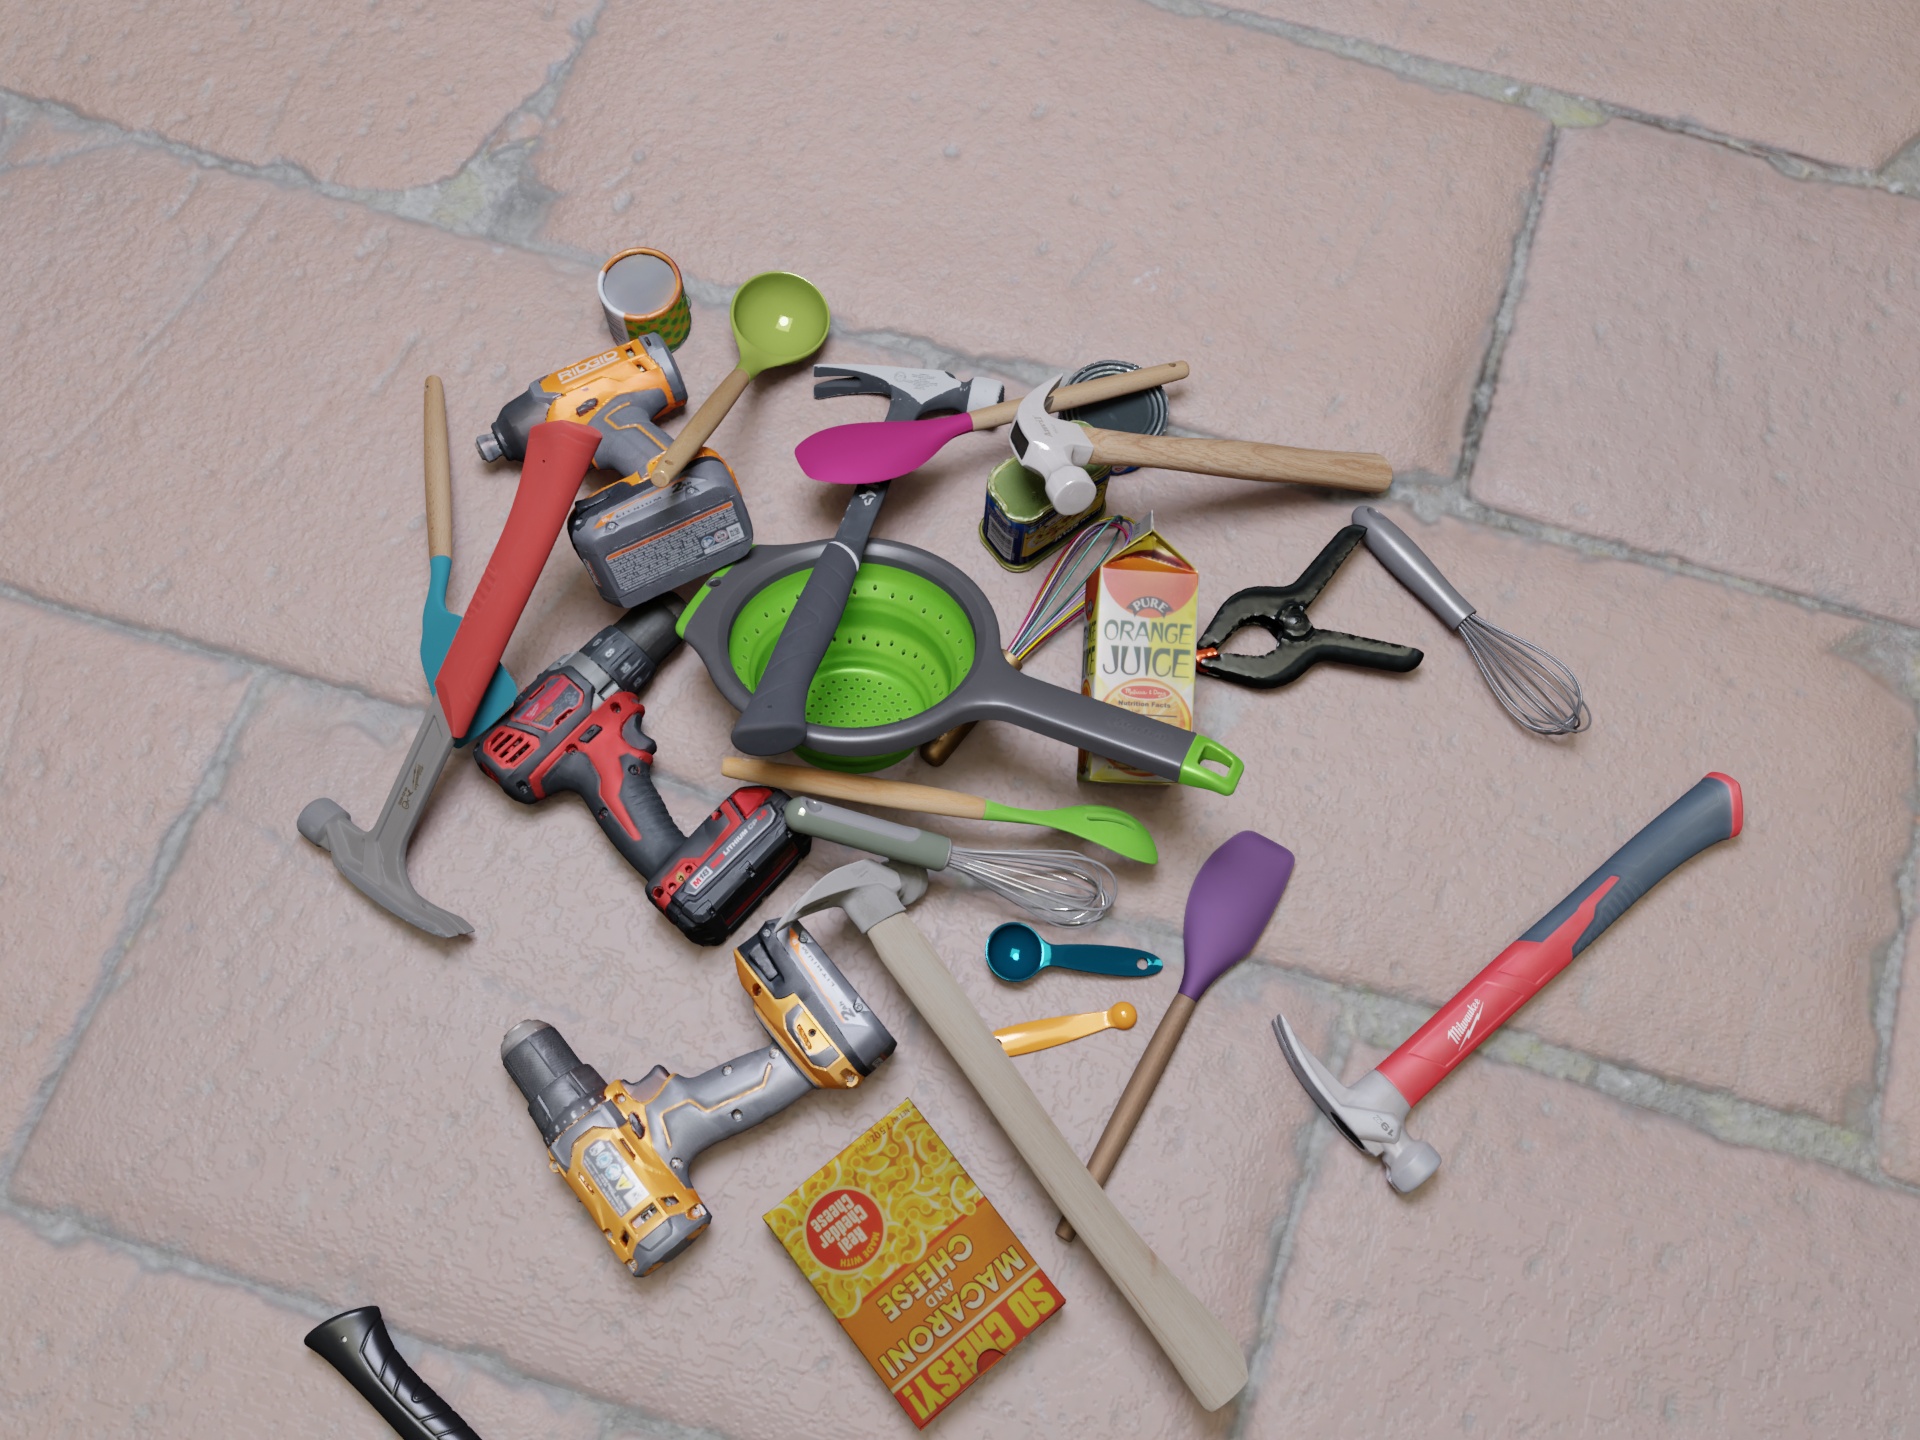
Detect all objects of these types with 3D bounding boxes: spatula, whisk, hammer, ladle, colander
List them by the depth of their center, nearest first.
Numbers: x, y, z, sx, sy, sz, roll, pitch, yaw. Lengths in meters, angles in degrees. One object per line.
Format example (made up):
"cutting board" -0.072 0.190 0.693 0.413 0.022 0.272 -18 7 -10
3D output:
"hammer" -0.286 0.494 0.990 0.335 0.035 0.146 40 74 11
"hammer" 0.038 0.262 1.024 0.038 0.146 0.411 -45 74 26
"hammer" -0.324 -0.034 1.076 0.149 0.036 0.359 32 102 15
"whisk" -0.004 0.094 1.091 0.246 0.059 0.058 17 28 -17
"colander" -0.002 -0.004 1.101 0.397 0.094 0.205 20 49 15
"spatula" 0.143 0.214 1.104 0.060 0.018 0.316 27 72 10
"hammer" 0.400 0.152 1.123 0.386 0.038 0.143 -38 75 -13
"hammer" -0.083 -0.130 1.126 0.149 0.036 0.409 12 48 7
"ladle" -0.162 -0.248 1.144 0.078 0.062 0.320 24 33 -4
"hammer" 0.183 -0.194 1.162 0.331 0.031 0.130 -1 45 -30
"spatula" -0.376 -0.133 1.176 0.082 0.044 0.318 -35 53 32
"whisk" 0.054 -0.062 1.182 0.047 0.051 0.245 38 78 4
"whisk" 0.381 -0.078 1.196 0.055 0.055 0.239 -36 72 -12

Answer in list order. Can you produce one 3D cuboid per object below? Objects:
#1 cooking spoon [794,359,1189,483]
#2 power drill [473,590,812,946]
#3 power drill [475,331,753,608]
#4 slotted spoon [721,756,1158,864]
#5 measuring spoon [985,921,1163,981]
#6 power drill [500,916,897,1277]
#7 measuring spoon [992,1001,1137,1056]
"cooking spoon" 0.030 -0.229 1.188 0.319 0.017 0.069 -17 52 -17
"power drill" -0.207 0.027 1.128 0.227 0.080 0.188 39 74 14
"power drill" -0.258 -0.185 1.164 0.164 0.084 0.227 -26 50 -9
"slotted spoon" -0.009 0.057 1.096 0.313 0.070 0.031 10 103 -13
"measuring spoon" 0.079 0.169 1.122 0.128 0.021 0.042 7 70 -9
"power drill" -0.179 0.226 1.061 0.226 0.084 0.185 -39 76 -9
"measuring spoon" 0.067 0.215 1.105 0.117 0.011 0.021 -12 72 -6
